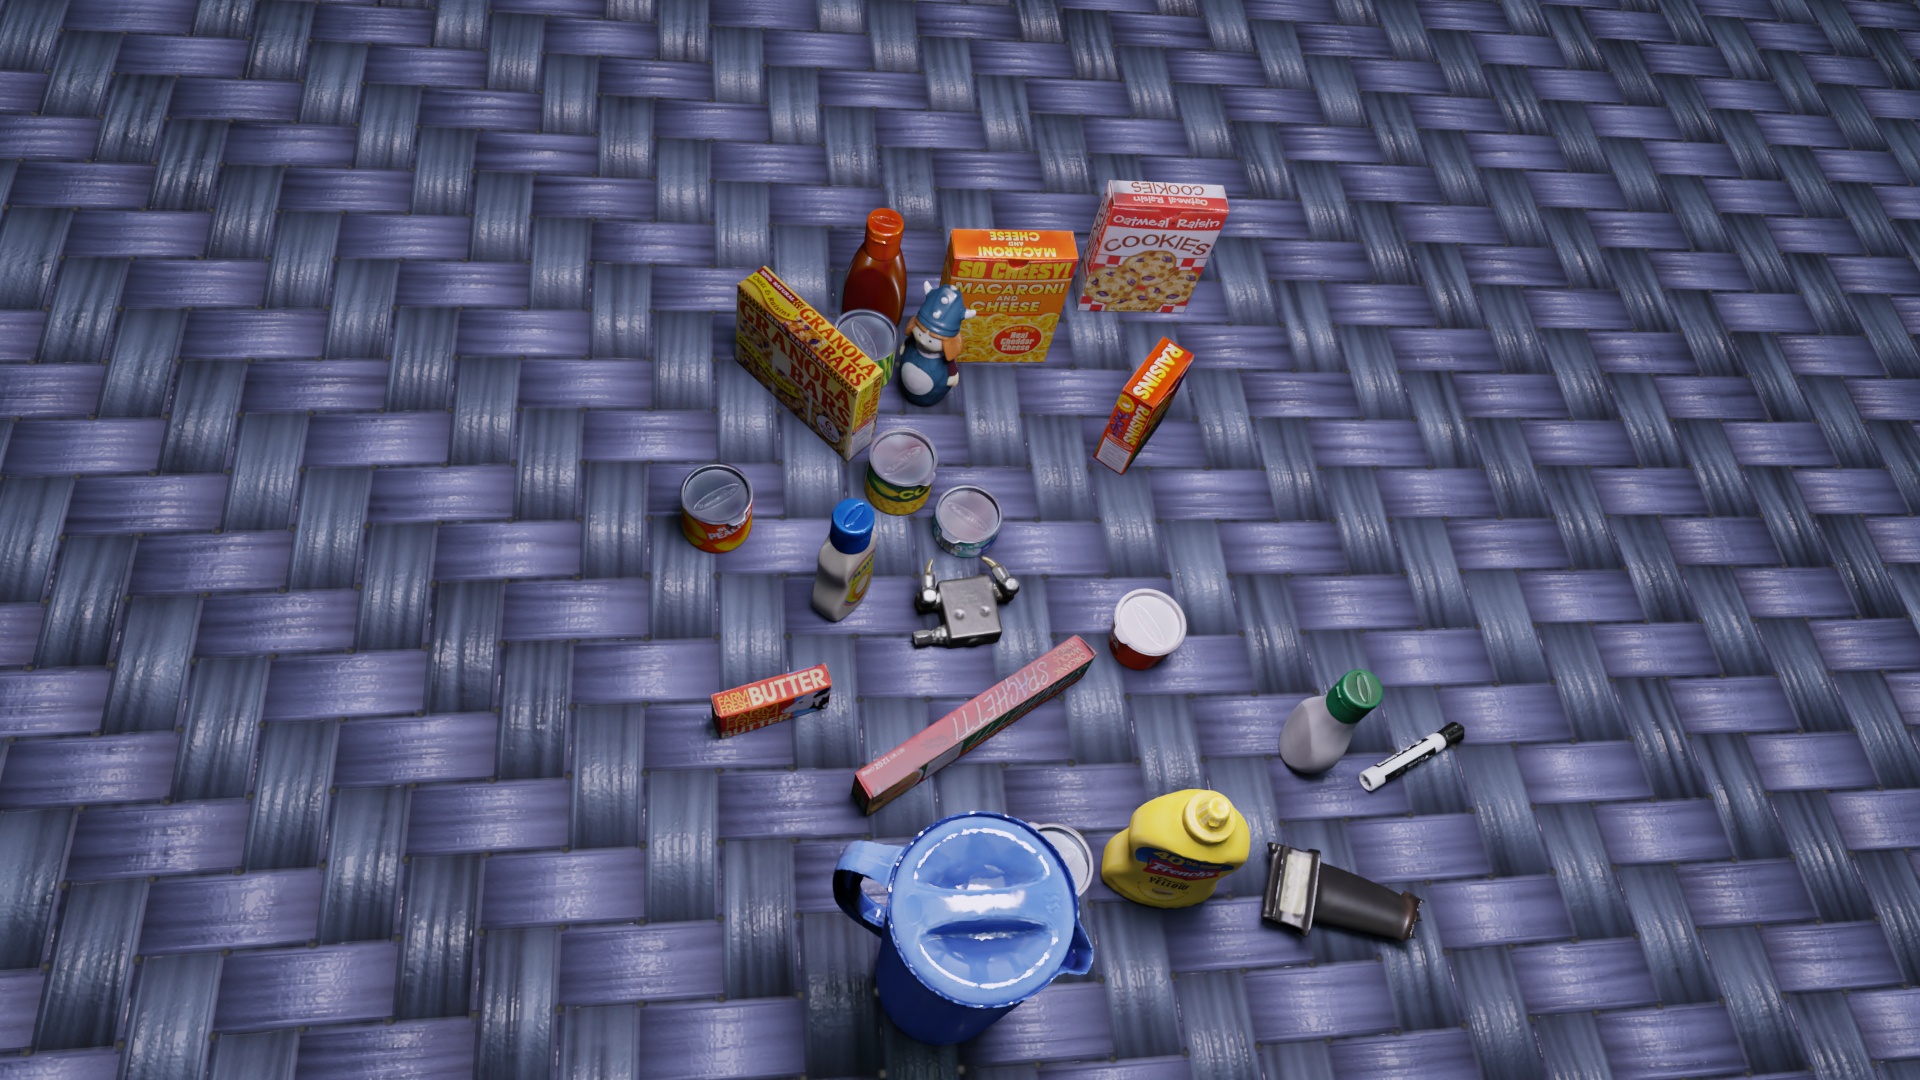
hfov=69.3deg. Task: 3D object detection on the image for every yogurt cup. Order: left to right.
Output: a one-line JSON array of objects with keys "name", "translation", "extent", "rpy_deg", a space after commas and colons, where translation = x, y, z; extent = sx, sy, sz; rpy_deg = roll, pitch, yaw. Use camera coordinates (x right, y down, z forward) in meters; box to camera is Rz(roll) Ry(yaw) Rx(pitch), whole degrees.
[{"name": "yogurt cup", "translation": [0.172, 0.086, 1.300], "extent": [0.072, 0.053, 0.073], "rpy_deg": [4, 60, -7]}]

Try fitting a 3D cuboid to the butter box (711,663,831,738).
[{"name": "butter box", "translation": [-0.165, 0.140, 1.211], "extent": [0.104, 0.053, 0.024], "rpy_deg": [-15, 64, -17]}]

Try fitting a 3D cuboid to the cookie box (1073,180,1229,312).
[{"name": "cookie box", "translation": [0.198, -0.306, 1.464], "extent": [0.123, 0.166, 0.040], "rpy_deg": [0, 61, -10]}]

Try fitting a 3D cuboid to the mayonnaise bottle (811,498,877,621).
[{"name": "mayonnaise bottle", "translation": [-0.101, 0.015, 1.239], "extent": [0.041, 0.147, 0.065], "rpy_deg": [34, 61, 10]}]

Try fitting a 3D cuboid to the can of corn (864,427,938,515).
[{"name": "can of corn", "translation": [-0.057, -0.064, 1.344], "extent": [0.071, 0.058, 0.071], "rpy_deg": [4, 60, -7]}]

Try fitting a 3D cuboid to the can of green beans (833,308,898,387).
[{"name": "can of green beans", "translation": [-0.099, -0.192, 1.410], "extent": [0.071, 0.057, 0.071], "rpy_deg": [4, 60, -7]}]

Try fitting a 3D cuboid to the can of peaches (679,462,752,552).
[{"name": "can of peaches", "translation": [-0.226, -0.028, 1.294], "extent": [0.071, 0.057, 0.071], "rpy_deg": [4, 60, -7]}]

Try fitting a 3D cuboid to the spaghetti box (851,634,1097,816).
[{"name": "spaghetti box", "translation": [0.014, 0.161, 1.232], "extent": [0.251, 0.050, 0.029], "rpy_deg": [-30, 70, -24]}]

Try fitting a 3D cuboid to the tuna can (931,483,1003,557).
[{"name": "tuna can", "translation": [0.005, -0.017, 1.343], "extent": [0.071, 0.032, 0.071], "rpy_deg": [4, 60, -7]}]

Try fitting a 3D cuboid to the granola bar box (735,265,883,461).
[{"name": "granola bar box", "translation": [-0.149, -0.171, 1.351], "extent": [0.166, 0.123, 0.039], "rpy_deg": [42, 63, 14]}]

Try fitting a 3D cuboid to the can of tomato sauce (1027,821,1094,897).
[{"name": "can of tomato sauce", "translation": [0.068, 0.278, 1.155], "extent": [0.071, 0.082, 0.071], "rpy_deg": [4, 60, -7]}]

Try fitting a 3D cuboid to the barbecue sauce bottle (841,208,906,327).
[{"name": "barbecue sauce bottle", "translation": [-0.083, -0.272, 1.407], "extent": [0.065, 0.147, 0.044], "rpy_deg": [16, 59, -1]}]

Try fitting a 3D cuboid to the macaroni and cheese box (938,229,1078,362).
[{"name": "macaroni and cheese box", "translation": [0.041, -0.243, 1.401], "extent": [0.124, 0.165, 0.040], "rpy_deg": [-2, 61, -11]}]

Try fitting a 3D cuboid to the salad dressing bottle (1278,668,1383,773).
[{"name": "salad dressing bottle", "translation": [0.328, 0.160, 1.231], "extent": [0.044, 0.147, 0.064], "rpy_deg": [1, 61, -9]}]

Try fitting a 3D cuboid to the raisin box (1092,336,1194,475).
[{"name": "raisin box", "translation": [0.182, -0.133, 1.388], "extent": [0.040, 0.122, 0.086], "rpy_deg": [34, 61, 10]}]
